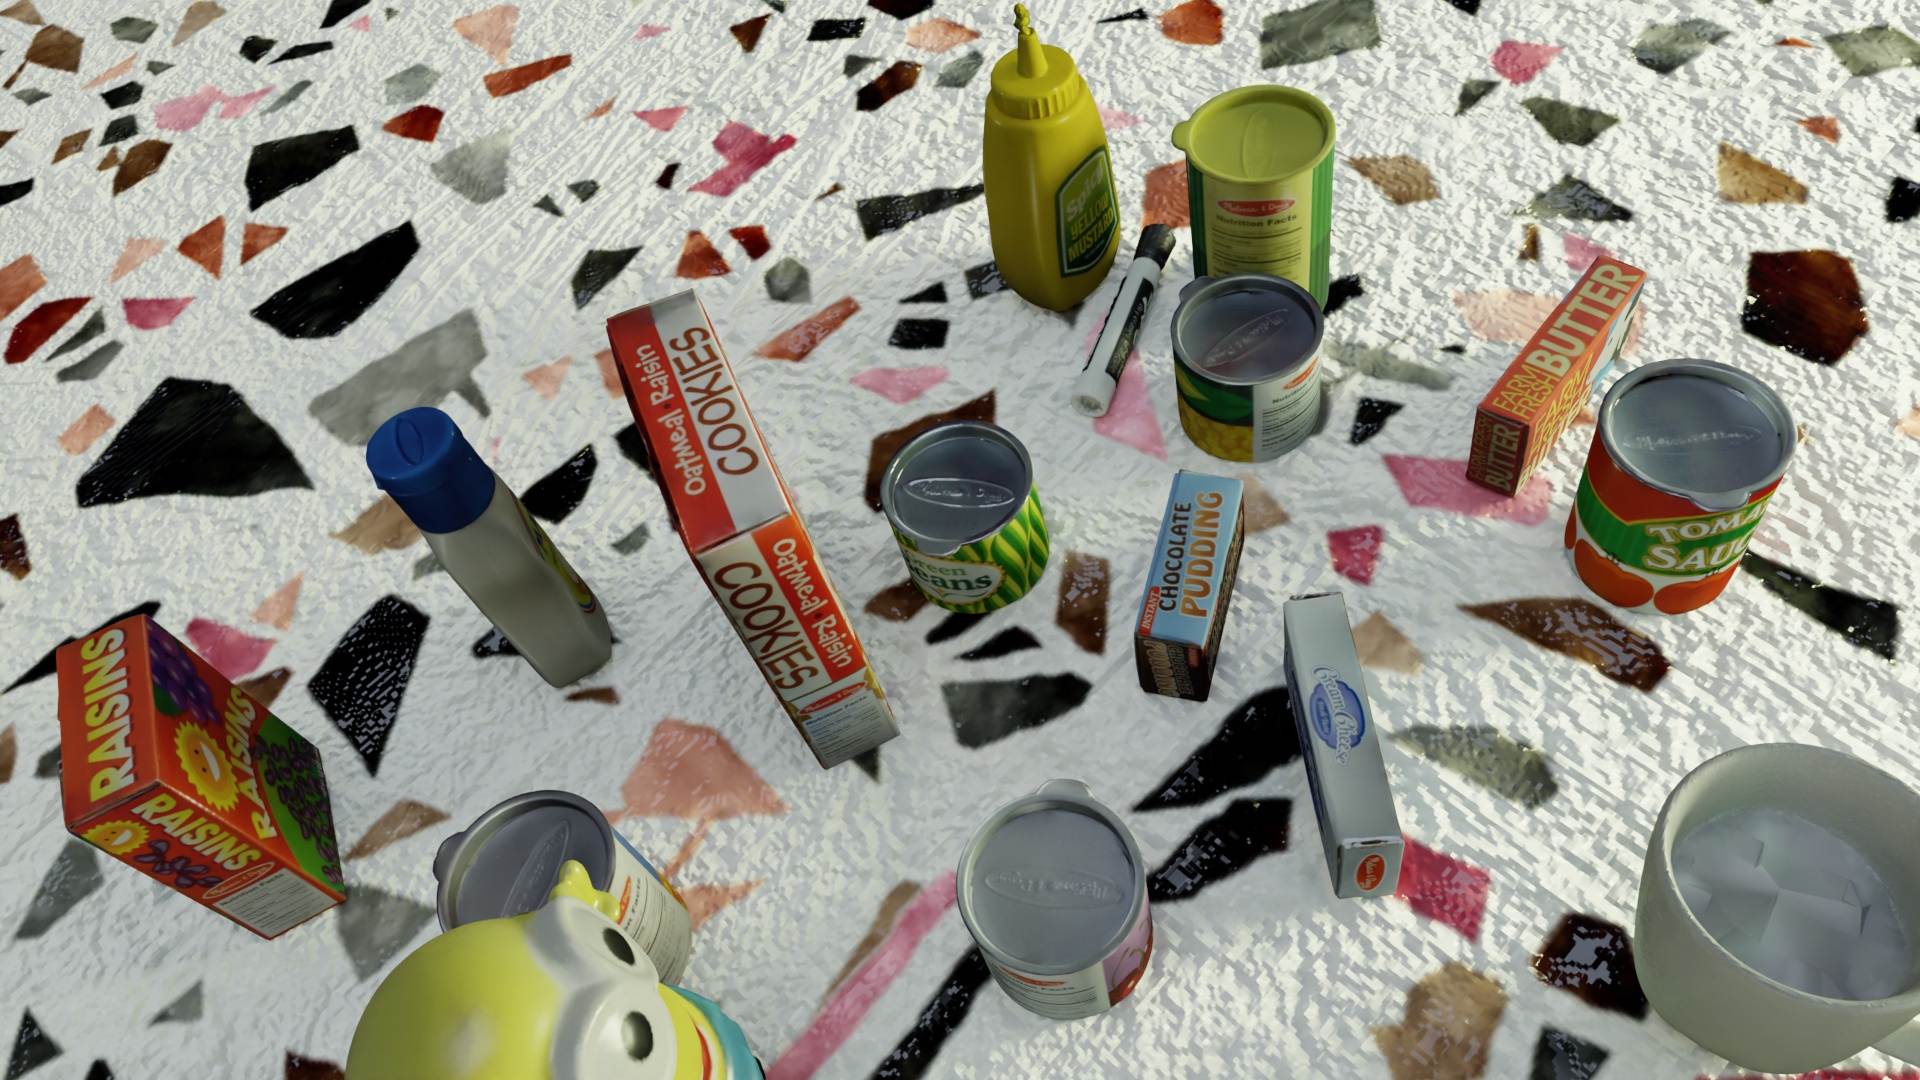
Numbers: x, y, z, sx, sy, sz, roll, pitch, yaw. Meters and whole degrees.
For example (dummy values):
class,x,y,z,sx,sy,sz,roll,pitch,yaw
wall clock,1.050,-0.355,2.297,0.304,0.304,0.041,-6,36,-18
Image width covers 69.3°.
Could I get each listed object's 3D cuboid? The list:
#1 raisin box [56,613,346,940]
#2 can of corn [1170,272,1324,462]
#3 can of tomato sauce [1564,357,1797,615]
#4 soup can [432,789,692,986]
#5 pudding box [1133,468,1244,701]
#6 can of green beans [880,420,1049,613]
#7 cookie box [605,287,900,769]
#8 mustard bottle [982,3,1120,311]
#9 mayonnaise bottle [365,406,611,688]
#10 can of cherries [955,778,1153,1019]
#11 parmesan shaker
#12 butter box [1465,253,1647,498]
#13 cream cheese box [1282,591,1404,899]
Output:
class,x,y,z,sx,sy,sz,roll,pitch,yaw
raisin box,-0.305,0.098,0.562,0.040,0.122,0.086,-26,54,-6
can of corn,0.129,-0.079,0.631,0.071,0.058,0.071,-6,55,8
can of tomato sauce,0.277,-0.017,0.540,0.071,0.082,0.071,-6,55,8
soup can,-0.148,0.140,0.522,0.071,0.083,0.072,-6,55,8
pudding box,0.096,0.018,0.576,0.030,0.049,0.084,9,58,18
can of green beans,0.003,-0.009,0.610,0.071,0.057,0.071,-6,55,8
cookie box,-0.081,0.000,0.554,0.040,0.166,0.123,-25,54,-5
mustard bottle,0.040,-0.181,0.659,0.049,0.159,0.065,30,67,28
mayonnaise bottle,-0.197,0.003,0.589,0.041,0.147,0.065,-30,55,-9
can of cherries,0.037,0.131,0.504,0.071,0.058,0.072,-6,55,8
parmesan shaker,0.138,-0.151,0.652,0.071,0.102,0.071,-6,55,9
butter box,0.257,-0.071,0.600,0.024,0.053,0.104,32,67,29
cream cheese box,0.142,0.076,0.522,0.024,0.053,0.104,-8,54,7
